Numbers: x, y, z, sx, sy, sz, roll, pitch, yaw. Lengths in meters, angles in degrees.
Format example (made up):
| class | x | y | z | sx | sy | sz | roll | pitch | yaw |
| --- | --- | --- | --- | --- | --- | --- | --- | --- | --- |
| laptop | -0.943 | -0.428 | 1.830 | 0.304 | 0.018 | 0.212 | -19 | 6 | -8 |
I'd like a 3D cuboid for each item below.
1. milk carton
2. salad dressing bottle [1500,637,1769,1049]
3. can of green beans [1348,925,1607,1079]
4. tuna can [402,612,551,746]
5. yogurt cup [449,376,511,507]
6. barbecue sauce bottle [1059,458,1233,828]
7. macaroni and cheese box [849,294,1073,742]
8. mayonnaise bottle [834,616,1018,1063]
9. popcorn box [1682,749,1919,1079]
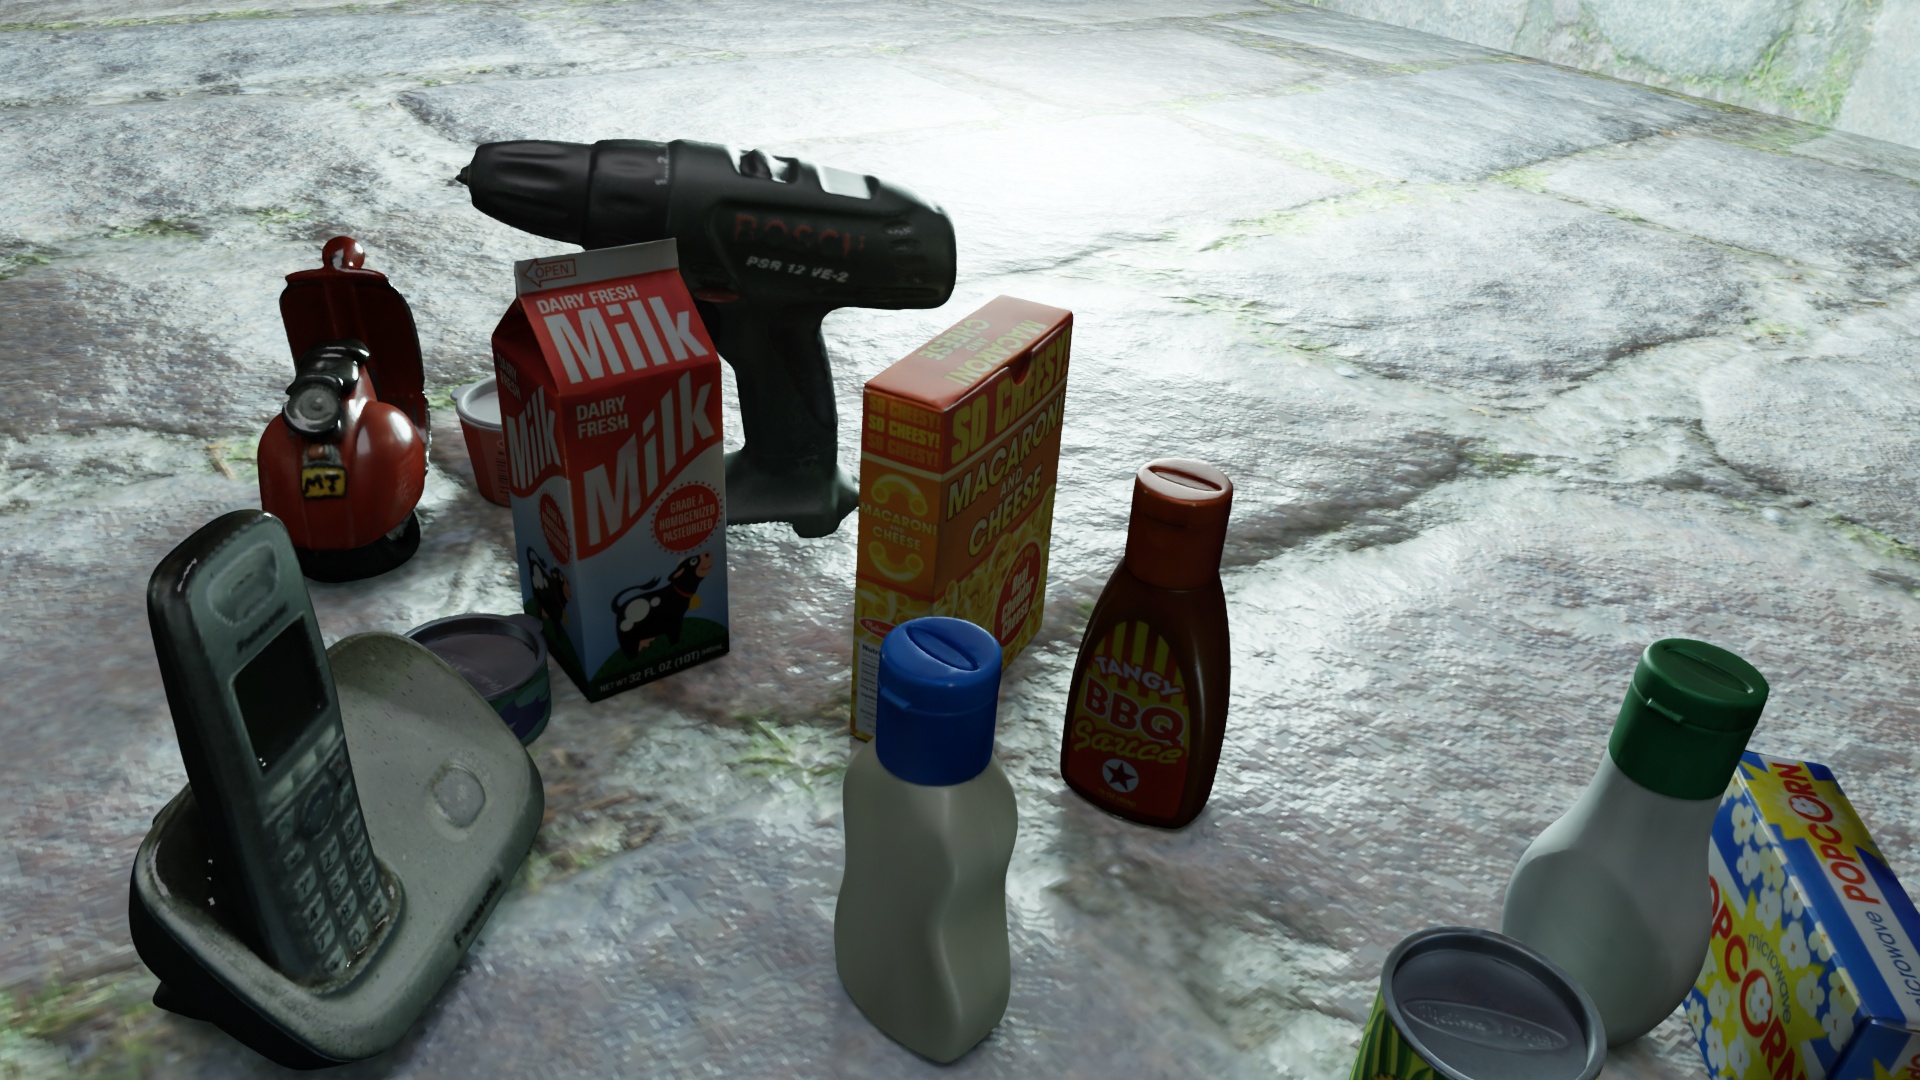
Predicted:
| class | x | y | z | sx | sy | sz | roll | pitch | yaw |
| --- | --- | --- | --- | --- | --- | --- | --- | --- | --- |
| milk carton | -0.150 | -0.034 | 0.599 | 0.072 | 0.189 | 0.073 | -18 | 37 | -34 |
| salad dressing bottle | 0.223 | 0.103 | 0.461 | 0.044 | 0.146 | 0.064 | -17 | 36 | -32 |
| can of green beans | 0.158 | 0.165 | 0.433 | 0.071 | 0.057 | 0.071 | 4 | 30 | -2 |
| tuna can | -0.205 | 0.061 | 0.585 | 0.071 | 0.032 | 0.071 | 4 | 30 | -2 |
| yogurt cup | -0.236 | -0.053 | 0.754 | 0.072 | 0.053 | 0.073 | 4 | 30 | -2 |
| barbecue sauce bottle | 0.077 | 0.041 | 0.545 | 0.065 | 0.147 | 0.044 | 20 | 33 | 24 |
| macaroni and cheese box | 0.002 | -0.008 | 0.599 | 0.040 | 0.165 | 0.124 | 18 | 33 | 21 |
| mayonnaise bottle | -0.010 | 0.095 | 0.441 | 0.065 | 0.147 | 0.041 | 29 | 38 | 36 |
| popcorn box | 0.278 | 0.142 | 0.462 | 0.038 | 0.084 | 0.127 | 8 | 30 | 5 |
